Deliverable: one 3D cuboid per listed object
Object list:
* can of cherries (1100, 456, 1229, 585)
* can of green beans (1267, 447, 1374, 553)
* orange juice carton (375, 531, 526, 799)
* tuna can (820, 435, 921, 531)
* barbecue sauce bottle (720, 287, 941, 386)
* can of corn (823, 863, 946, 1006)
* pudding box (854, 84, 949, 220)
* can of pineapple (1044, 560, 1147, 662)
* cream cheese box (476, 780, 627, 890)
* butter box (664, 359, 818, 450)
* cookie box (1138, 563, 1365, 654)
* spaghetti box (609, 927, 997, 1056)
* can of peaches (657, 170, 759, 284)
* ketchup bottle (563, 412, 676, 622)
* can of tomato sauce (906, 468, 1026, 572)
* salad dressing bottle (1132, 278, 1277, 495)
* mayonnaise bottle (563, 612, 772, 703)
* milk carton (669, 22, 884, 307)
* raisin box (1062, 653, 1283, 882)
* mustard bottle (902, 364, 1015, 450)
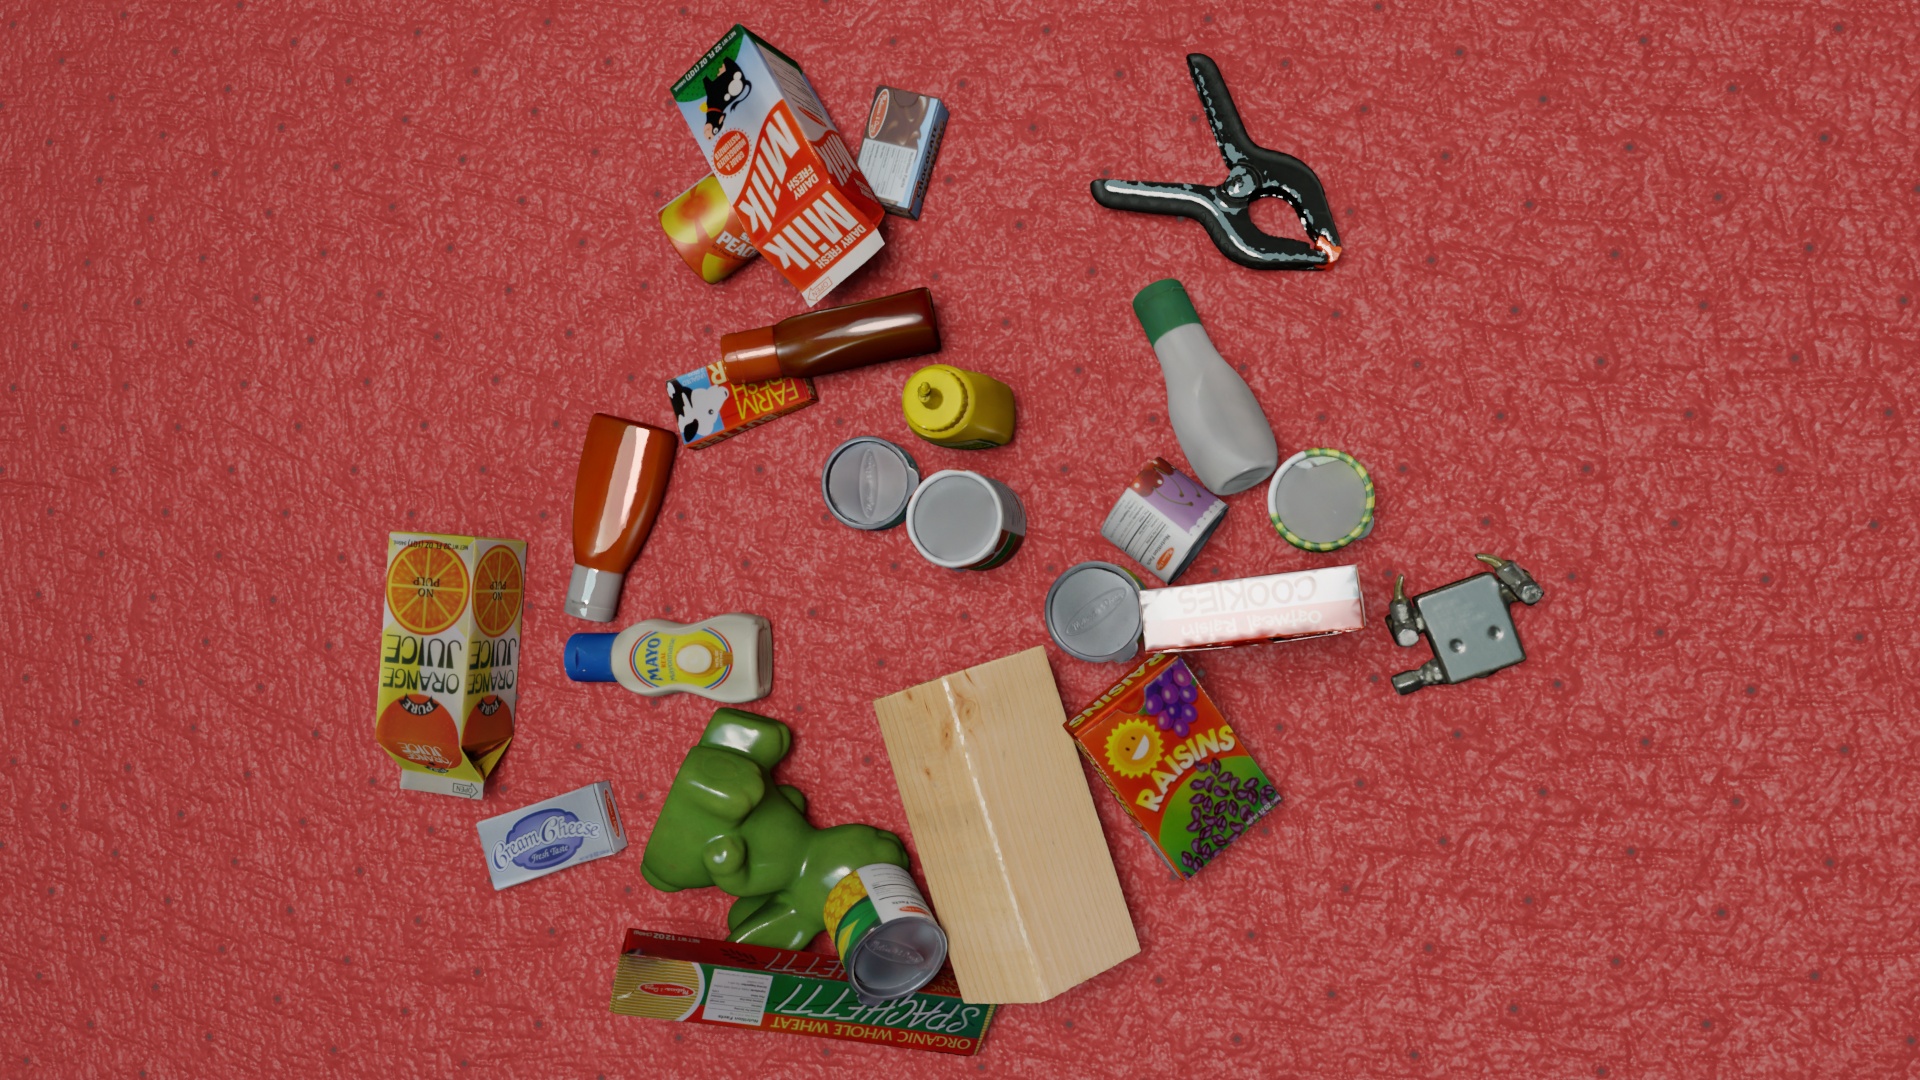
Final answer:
[{"bbox_3d":[0.136,-0.014,0.920,0.058,0.071,0.071,37,96,13],"label":"can of cherries"},{"bbox_3d":[0.233,-0.025,0.900,0.071,0.058,0.071,0,88,13],"label":"can of green beans"},{"bbox_3d":[-0.377,0.091,1.025,0.072,0.073,0.192,3,89,13],"label":"orange juice carton"},{"bbox_3d":[-0.060,-0.040,0.980,0.071,0.033,0.071,0,88,13],"label":"tuna can"},{"bbox_3d":[-0.090,-0.139,0.963,0.148,0.065,0.043,-11,83,1],"label":"barbecue sauce bottle"},{"bbox_3d":[-0.051,0.255,0.903,0.071,0.058,0.070,-10,118,-19],"label":"can of corn"},{"bbox_3d":[-0.044,-0.276,0.988,0.050,0.030,0.083,16,91,14],"label":"pudding box"},{"bbox_3d":[0.094,0.049,0.928,0.071,0.058,0.071,0,88,13],"label":"can of pineapple"},{"bbox_3d":[-0.303,0.218,1.028,0.104,0.024,0.053,-19,83,11],"label":"cream cheese box"},{"bbox_3d":[-0.159,-0.107,1.010,0.103,0.024,0.053,-20,83,11],"label":"butter box"},{"bbox_3d":[0.180,0.042,0.852,0.123,0.167,0.040,-8,86,13],"label":"cookie box"},{"bbox_3d":[-0.102,0.300,0.918,0.250,0.029,0.050,12,110,-13],"label":"spaghetti box"},{"bbox_3d":[-0.173,-0.224,0.996,0.058,0.071,0.071,-32,81,10],"label":"can of peaches"},{"bbox_3d":[-0.256,-0.016,1.018,0.065,0.043,0.148,15,91,14],"label":"ketchup bottle"},{"bbox_3d":[0.003,-0.012,0.938,0.071,0.083,0.071,-1,87,13],"label":"can of tomato sauce"},{"bbox_3d":[0.158,-0.103,0.916,0.043,0.064,0.148,-46,59,50],"label":"salad dressing bottle"},{"bbox_3d":[-0.211,0.085,1.004,0.148,0.041,0.064,-1,89,12],"label":"mayonnaise bottle"},{"bbox_3d":[-0.119,-0.255,0.959,0.072,0.073,0.191,-37,69,20],"label":"milk carton"},{"bbox_3d":[0.136,0.143,0.894,0.086,0.040,0.123,-37,100,-7],"label":"raisin box"},{"bbox_3d":[-0.007,-0.087,0.905,0.065,0.160,0.049,0,89,14],"label":"mustard bottle"}]
